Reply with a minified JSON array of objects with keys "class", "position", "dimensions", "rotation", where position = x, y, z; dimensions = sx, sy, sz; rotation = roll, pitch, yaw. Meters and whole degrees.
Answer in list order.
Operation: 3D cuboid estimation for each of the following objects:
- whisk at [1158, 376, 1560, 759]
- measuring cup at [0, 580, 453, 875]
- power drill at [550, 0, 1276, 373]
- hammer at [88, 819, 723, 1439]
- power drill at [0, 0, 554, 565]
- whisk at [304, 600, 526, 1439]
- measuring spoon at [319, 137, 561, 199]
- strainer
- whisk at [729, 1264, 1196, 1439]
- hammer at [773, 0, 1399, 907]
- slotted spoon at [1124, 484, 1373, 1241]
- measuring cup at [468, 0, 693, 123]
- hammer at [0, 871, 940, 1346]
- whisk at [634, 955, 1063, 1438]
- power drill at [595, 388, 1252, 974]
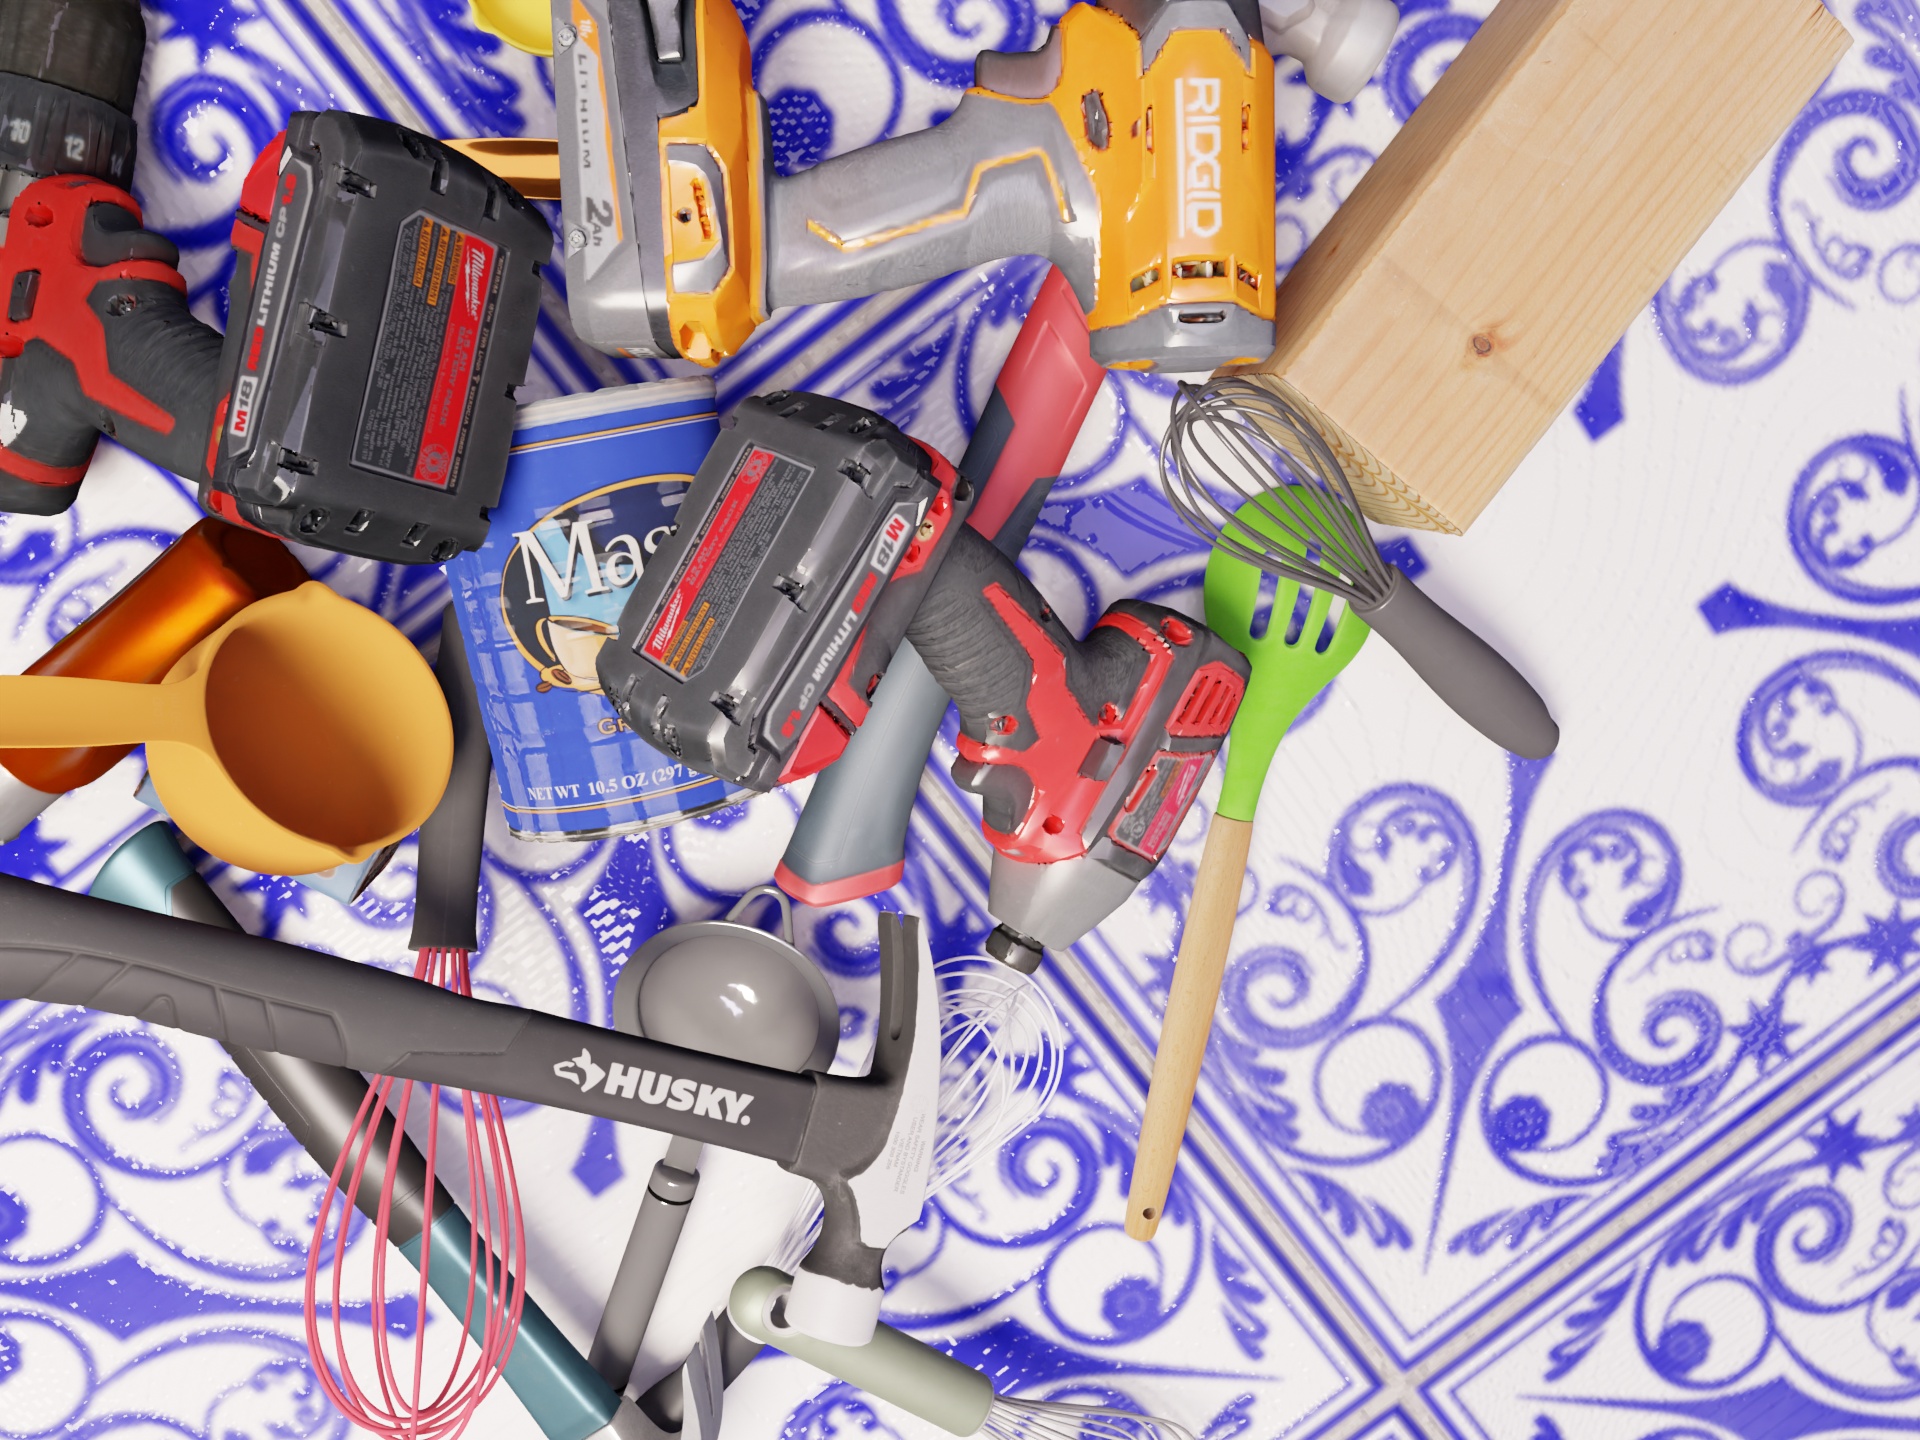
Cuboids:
[{"class":"whisk","position":[0.153,-0.046,0.579],"dimensions":[0.238,0.055,0.055],"rotation":[34,95,-31]},{"class":"measuring cup","position":[-0.245,0.006,0.489],"dimensions":[0.052,0.173,0.095],"rotation":[-23,74,36]},{"class":"power drill","position":[-0.010,-0.195,0.515],"dimensions":[0.226,0.084,0.164],"rotation":[-2,97,-2]},{"class":"hammer","position":[-0.211,0.180,0.599],"dimensions":[0.128,0.033,0.331],"rotation":[-35,96,14]},{"class":"power drill","position":[-0.240,-0.147,0.493],"dimensions":[0.227,0.080,0.188],"rotation":[13,92,27]},{"class":"whisk","position":[-0.182,0.099,0.552],"dimensions":[0.073,0.073,0.296],"rotation":[1,77,-6]},{"class":"measuring spoon","position":[-0.170,-0.196,0.566],"dimensions":[0.117,0.011,0.021],"rotation":[-1,100,-9]},{"class":"strainer","position":[-0.111,0.172,0.622],"dimensions":[0.087,0.050,0.258],"rotation":[20,103,-3]},{"class":"whisk","position":[0.011,0.272,0.625],"dimensions":[0.246,0.059,0.058],"rotation":[35,66,-22]},{"class":"hammer","position":[0.010,-0.113,0.584],"dimensions":[0.143,0.038,0.386],"rotation":[25,97,-8]},{"class":"slotted spoon","position":[0.105,0.063,0.632],"dimensions":[0.070,0.031,0.313],"rotation":[10,100,-8]},{"class":"measuring cup","position":[-0.111,-0.224,0.563],"dimensions":[0.062,0.029,0.156],"rotation":[-42,113,2]},{"class":"hammer","position":[-0.155,0.096,0.502],"dimensions":[0.334,0.035,0.146],"rotation":[20,78,-25]},{"class":"whisk","position":[-0.059,0.209,0.627],"dimensions":[0.070,0.070,0.284],"rotation":[36,99,-11]},{"class":"power drill","position":[-0.001,-0.002,0.530],"dimensions":[0.219,0.079,0.143],"rotation":[29,90,-42]}]
